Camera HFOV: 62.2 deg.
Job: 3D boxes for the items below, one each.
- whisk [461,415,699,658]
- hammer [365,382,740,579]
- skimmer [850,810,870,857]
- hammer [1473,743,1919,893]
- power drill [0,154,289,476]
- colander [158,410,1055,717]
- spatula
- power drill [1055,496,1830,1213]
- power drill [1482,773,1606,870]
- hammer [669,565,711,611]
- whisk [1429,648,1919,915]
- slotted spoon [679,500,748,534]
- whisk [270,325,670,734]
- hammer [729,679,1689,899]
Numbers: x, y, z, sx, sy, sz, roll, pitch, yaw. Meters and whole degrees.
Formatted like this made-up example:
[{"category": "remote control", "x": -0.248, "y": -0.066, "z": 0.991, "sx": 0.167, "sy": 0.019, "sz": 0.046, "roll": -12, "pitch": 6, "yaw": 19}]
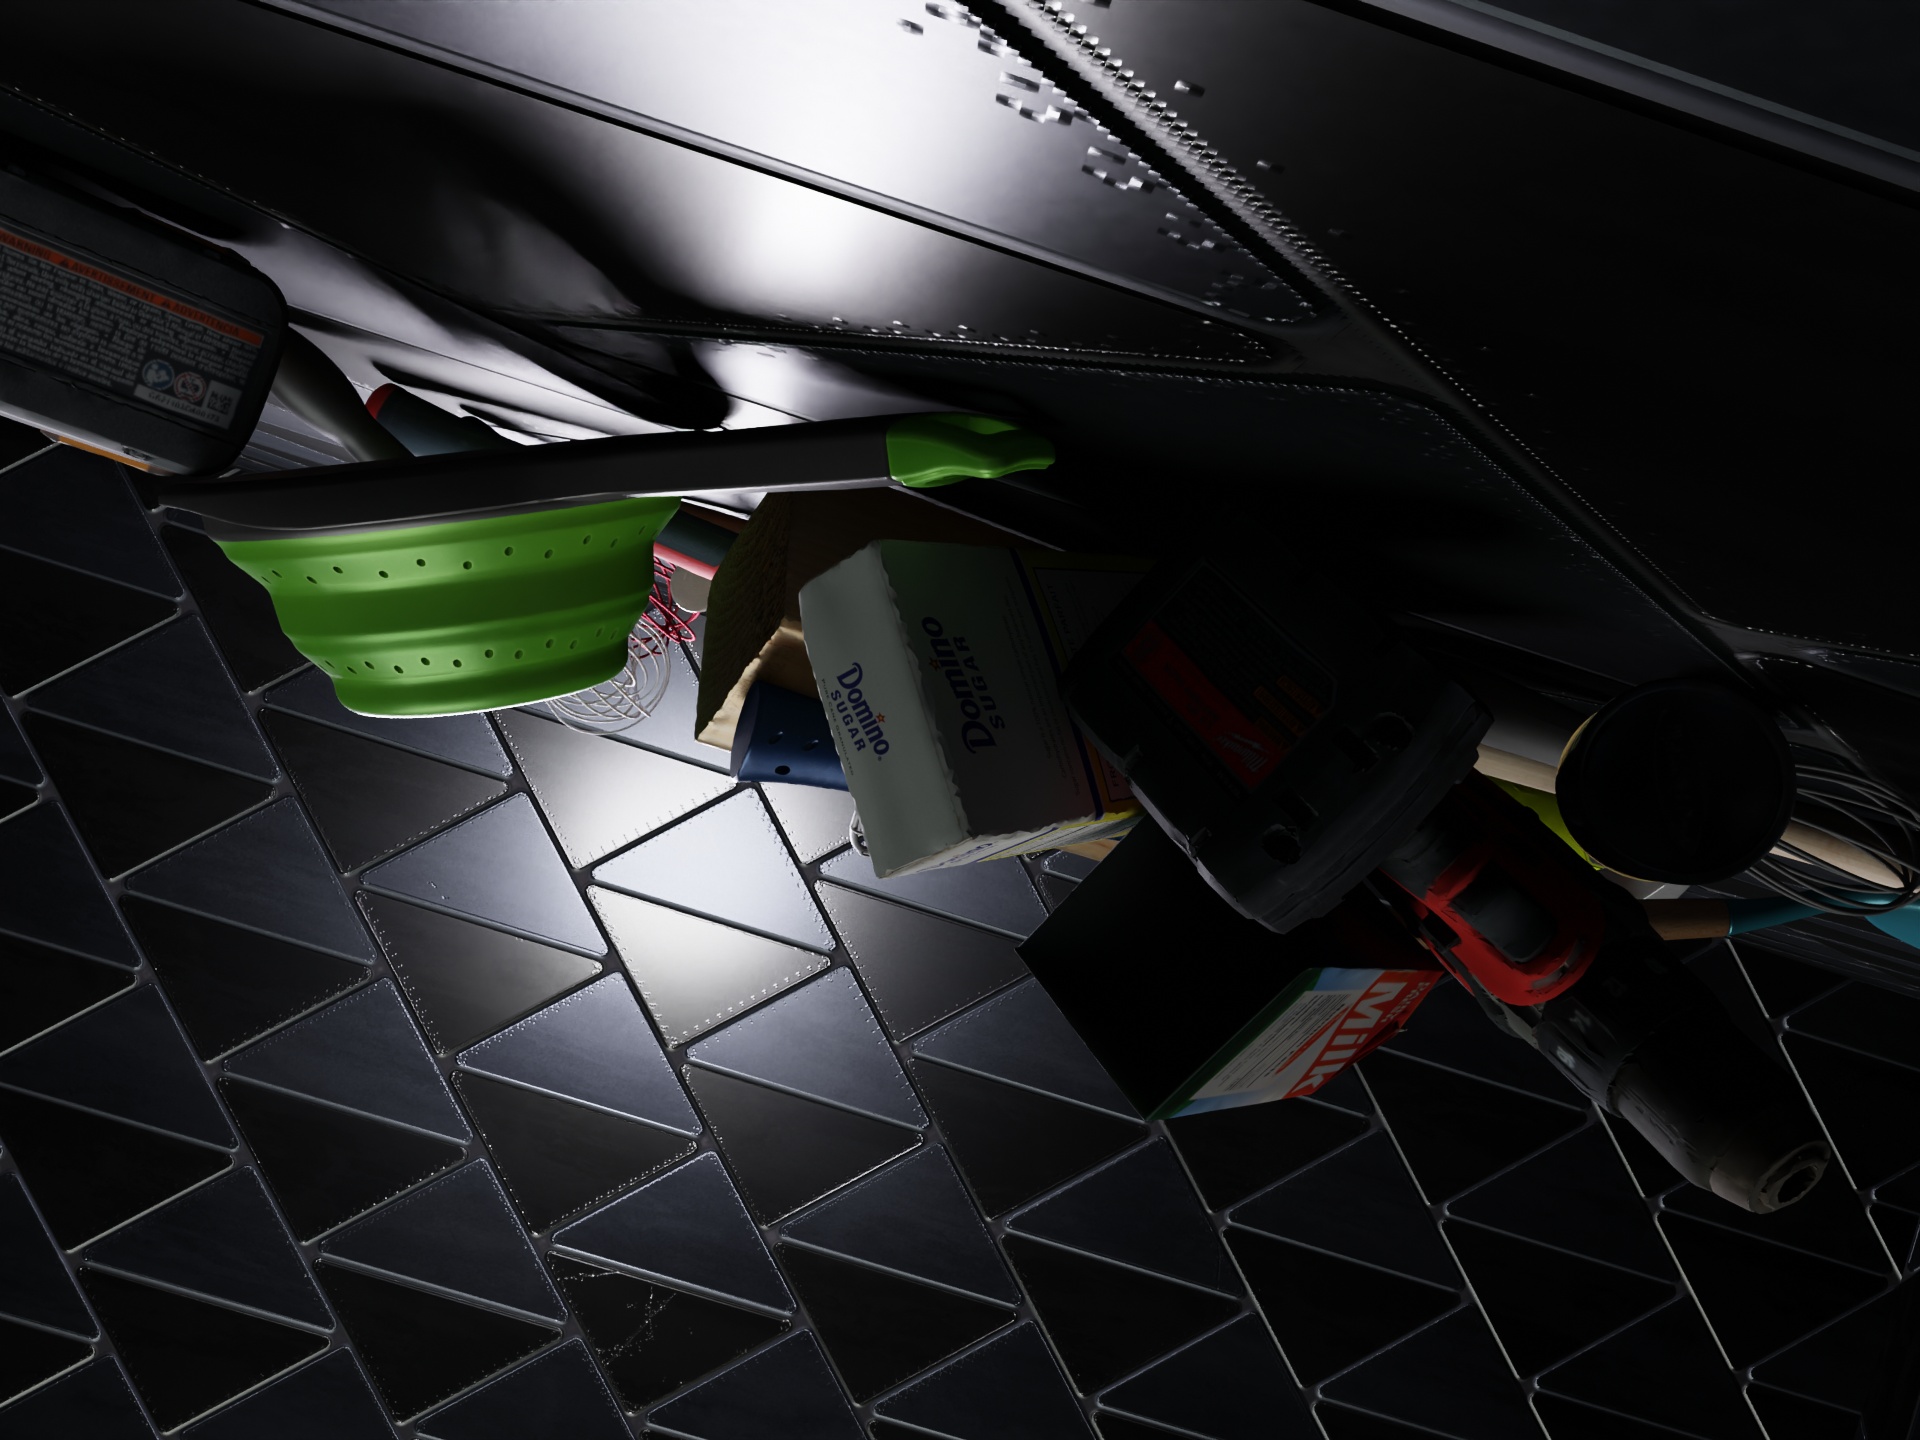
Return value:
[{"category": "whisk", "x": -0.232, "y": -0.106, "z": 0.972, "sx": 0.073, "sy": 0.073, "sz": 0.295, "roll": 17, "pitch": 166, "yaw": 17}, {"category": "hammer", "x": -0.118, "y": -0.090, "z": 0.791, "sx": 0.386, "sy": 0.038, "sz": 0.143, "roll": 23, "pitch": 154, "yaw": 1}, {"category": "skimmer", "x": -0.033, "y": -0.021, "z": 1.024, "sx": 0.090, "sy": 0.127, "sz": 0.364, "roll": 31, "pitch": -166, "yaw": -19}, {"category": "hammer", "x": 0.337, "y": 0.040, "z": 0.719, "sx": 0.411, "sy": 0.038, "sz": 0.146, "roll": 17, "pitch": 180, "yaw": 25}, {"category": "power drill", "x": -0.356, "y": -0.160, "z": 0.587, "sx": 0.185, "sy": 0.084, "sz": 0.226, "roll": 20, "pitch": -178, "yaw": -35}, {"category": "colander", "x": -0.128, "y": -0.051, "z": 0.561, "sx": 0.397, "sy": 0.094, "sz": 0.204, "roll": 5, "pitch": -164, "yaw": 41}, {"category": "spatula", "x": 0.282, "y": 0.091, "z": 0.641, "sx": 0.317, "sy": 0.044, "sz": 0.082, "roll": -3, "pitch": 168, "yaw": 6}, {"category": "power drill", "x": 0.150, "y": 0.048, "z": 0.473, "sx": 0.226, "sy": 0.080, "sz": 0.188, "roll": 34, "pitch": -167, "yaw": -39}, {"category": "power drill", "x": 0.307, "y": 0.053, "z": 0.896, "sx": 0.171, "sy": 0.080, "sz": 0.223, "roll": 17, "pitch": 175, "yaw": 20}, {"category": "hammer", "x": 0.006, "y": -0.052, "z": 0.934, "sx": 0.331, "sy": 0.031, "sz": 0.130, "roll": 13, "pitch": -168, "yaw": 13}, {"category": "whisk", "x": 0.257, "y": 0.018, "z": 0.606, "sx": 0.239, "sy": 0.055, "sz": 0.055, "roll": 22, "pitch": 179, "yaw": 7}, {"category": "slotted spoon", "x": -0.099, "y": -0.098, "z": 0.900, "sx": 0.314, "sy": 0.031, "sz": 0.070, "roll": 19, "pitch": 180, "yaw": 28}, {"category": "whisk", "x": -0.245, "y": -0.089, "z": 0.789, "sx": 0.070, "sy": 0.070, "sz": 0.284, "roll": 16, "pitch": 154, "yaw": 47}, {"category": "hammer", "x": 0.112, "y": 0.040, "z": 0.639, "sx": 0.405, "sy": 0.035, "sz": 0.144, "roll": 12, "pitch": 141, "yaw": -17}]
